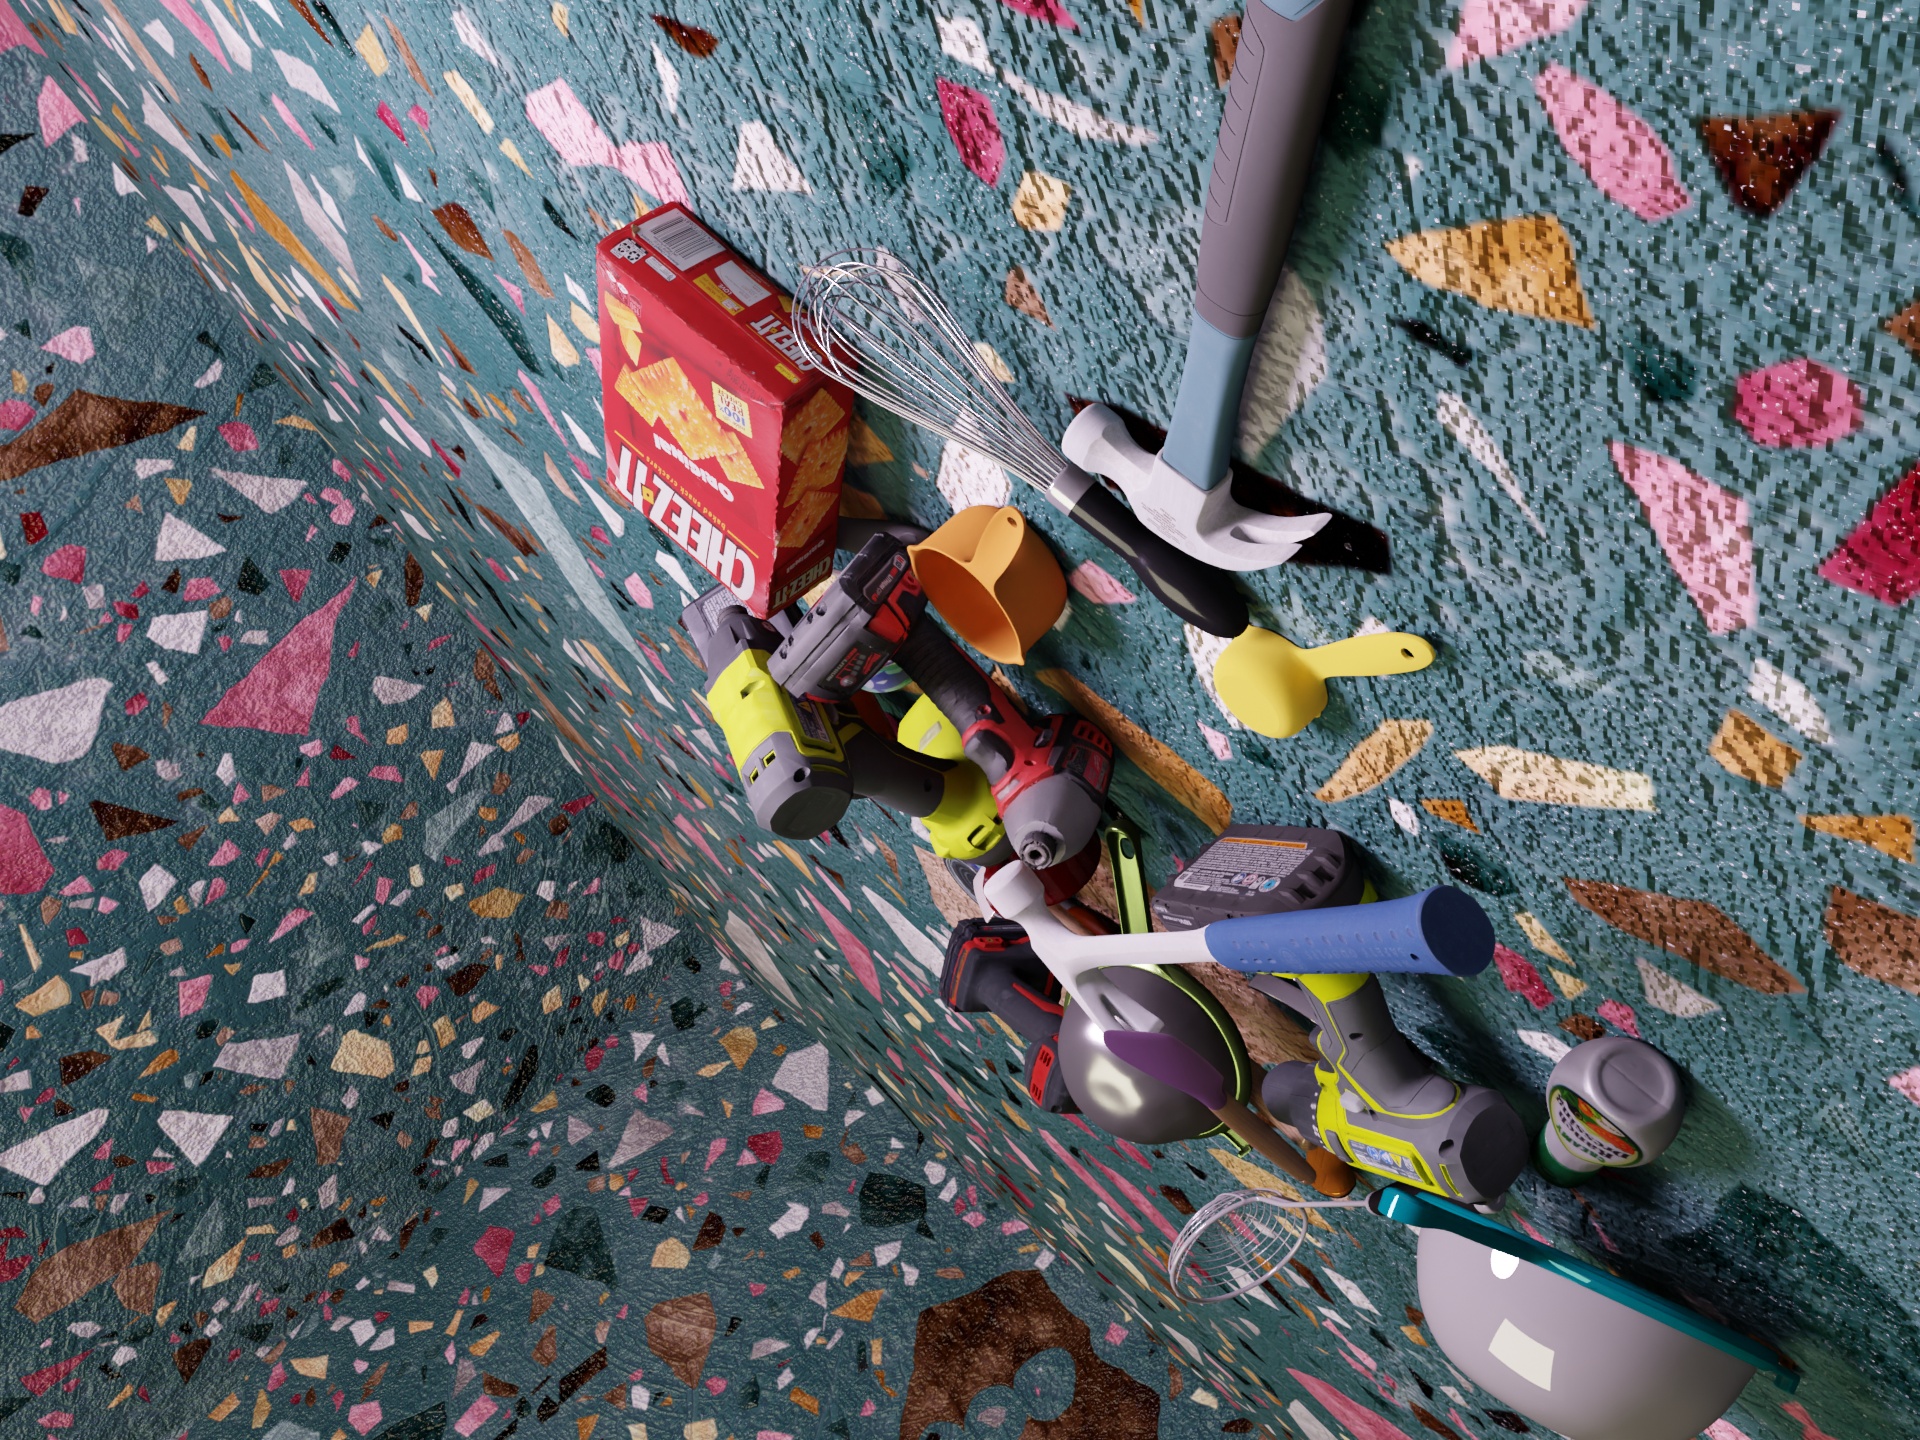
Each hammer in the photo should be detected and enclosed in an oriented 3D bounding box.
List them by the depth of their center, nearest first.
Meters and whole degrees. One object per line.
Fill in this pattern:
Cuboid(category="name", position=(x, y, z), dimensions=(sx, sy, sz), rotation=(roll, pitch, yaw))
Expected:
Cuboid(category="hammer", position=(0.100, -0.162, 0.592), dimensions=(0.128, 0.033, 0.330), rotation=(42, 162, 18))
Cuboid(category="hammer", position=(0.139, 0.125, 0.853), dimensions=(0.144, 0.035, 0.405), rotation=(52, 157, -7))
Cuboid(category="hammer", position=(0.269, 0.279, 1.161), dimensions=(0.127, 0.034, 0.336), rotation=(36, 160, 27))
Cuboid(category="hammer", position=(0.134, 0.200, 1.174), dimensions=(0.332, 0.031, 0.130), rotation=(37, -167, 33))

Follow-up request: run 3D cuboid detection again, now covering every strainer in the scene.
Cuboid(category="strainer", position=(0.313, 0.340, 0.895), dimensions=(0.340, 0.095, 0.211), rotation=(31, 169, -40))
Cuboid(category="strainer", position=(0.111, 0.192, 1.075), dimensions=(0.151, 0.069, 0.256), rotation=(9, 120, 37))

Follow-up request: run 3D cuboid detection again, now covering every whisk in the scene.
Cuboid(category="whisk", position=(0.029, -0.134, 0.784), dimensions=(0.284, 0.070, 0.070), rotation=(40, 162, 5))
Cuboid(category="whisk", position=(-0.091, -0.128, 1.088), dimensions=(0.239, 0.055, 0.055), rotation=(17, 146, 51))

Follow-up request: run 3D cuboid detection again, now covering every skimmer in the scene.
Cuboid(category="skimmer", position=(0.285, 0.399, 1.211), dimensions=(0.363, 0.127, 0.090), rotation=(145, 123, -59))

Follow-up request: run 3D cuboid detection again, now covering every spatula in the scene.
Cuboid(category="spatula", position=(0.170, 0.249, 1.015), dimensions=(0.060, 0.018, 0.315), rotation=(-3, 150, 32))

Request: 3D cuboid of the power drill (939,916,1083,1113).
Cuboid(category="power drill", position=(0.103, 0.246, 1.315), dimensions=(0.227, 0.187, 0.080), rotation=(36, 118, 55))

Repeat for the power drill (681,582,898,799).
Cuboid(category="power drill", position=(-0.126, -0.038, 1.225), dimensions=(0.164, 0.084, 0.226), rotation=(61, -174, 22))

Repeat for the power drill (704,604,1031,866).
Cuboid(category="power drill", position=(-0.059, 0.010, 1.030), dimensions=(0.223, 0.080, 0.171), rotation=(17, -145, -43))

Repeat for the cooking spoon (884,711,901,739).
Cuboid(category="cooking spoon", position=(-0.037, 0.005, 1.293), dimensions=(0.068, 0.017, 0.319), rotation=(49, 163, -4))

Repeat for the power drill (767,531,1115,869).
Cuboid(category="power drill", position=(-0.002, -0.003, 0.970), dimensions=(0.219, 0.078, 0.143), rotation=(40, -152, -8))

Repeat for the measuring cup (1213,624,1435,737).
Cuboid(category="measuring cup", position=(0.168, -0.019, 0.748), dimensions=(0.062, 0.029, 0.156), rotation=(50, 164, -10))

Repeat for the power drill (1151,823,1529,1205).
Cuboid(category="power drill", position=(0.211, 0.175, 0.946), dimensions=(0.228, 0.080, 0.190), rotation=(58, 156, -15))

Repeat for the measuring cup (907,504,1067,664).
Cuboid(category="measuring cup", position=(0.028, -0.094, 0.879), dimensions=(0.095, 0.052, 0.173), rotation=(45, 161, 4))

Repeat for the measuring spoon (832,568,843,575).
Cuboid(category="measuring spoon", position=(-0.101, -0.099, 1.110), dimensions=(0.124, 0.018, 0.034), rotation=(12, 179, 0))
